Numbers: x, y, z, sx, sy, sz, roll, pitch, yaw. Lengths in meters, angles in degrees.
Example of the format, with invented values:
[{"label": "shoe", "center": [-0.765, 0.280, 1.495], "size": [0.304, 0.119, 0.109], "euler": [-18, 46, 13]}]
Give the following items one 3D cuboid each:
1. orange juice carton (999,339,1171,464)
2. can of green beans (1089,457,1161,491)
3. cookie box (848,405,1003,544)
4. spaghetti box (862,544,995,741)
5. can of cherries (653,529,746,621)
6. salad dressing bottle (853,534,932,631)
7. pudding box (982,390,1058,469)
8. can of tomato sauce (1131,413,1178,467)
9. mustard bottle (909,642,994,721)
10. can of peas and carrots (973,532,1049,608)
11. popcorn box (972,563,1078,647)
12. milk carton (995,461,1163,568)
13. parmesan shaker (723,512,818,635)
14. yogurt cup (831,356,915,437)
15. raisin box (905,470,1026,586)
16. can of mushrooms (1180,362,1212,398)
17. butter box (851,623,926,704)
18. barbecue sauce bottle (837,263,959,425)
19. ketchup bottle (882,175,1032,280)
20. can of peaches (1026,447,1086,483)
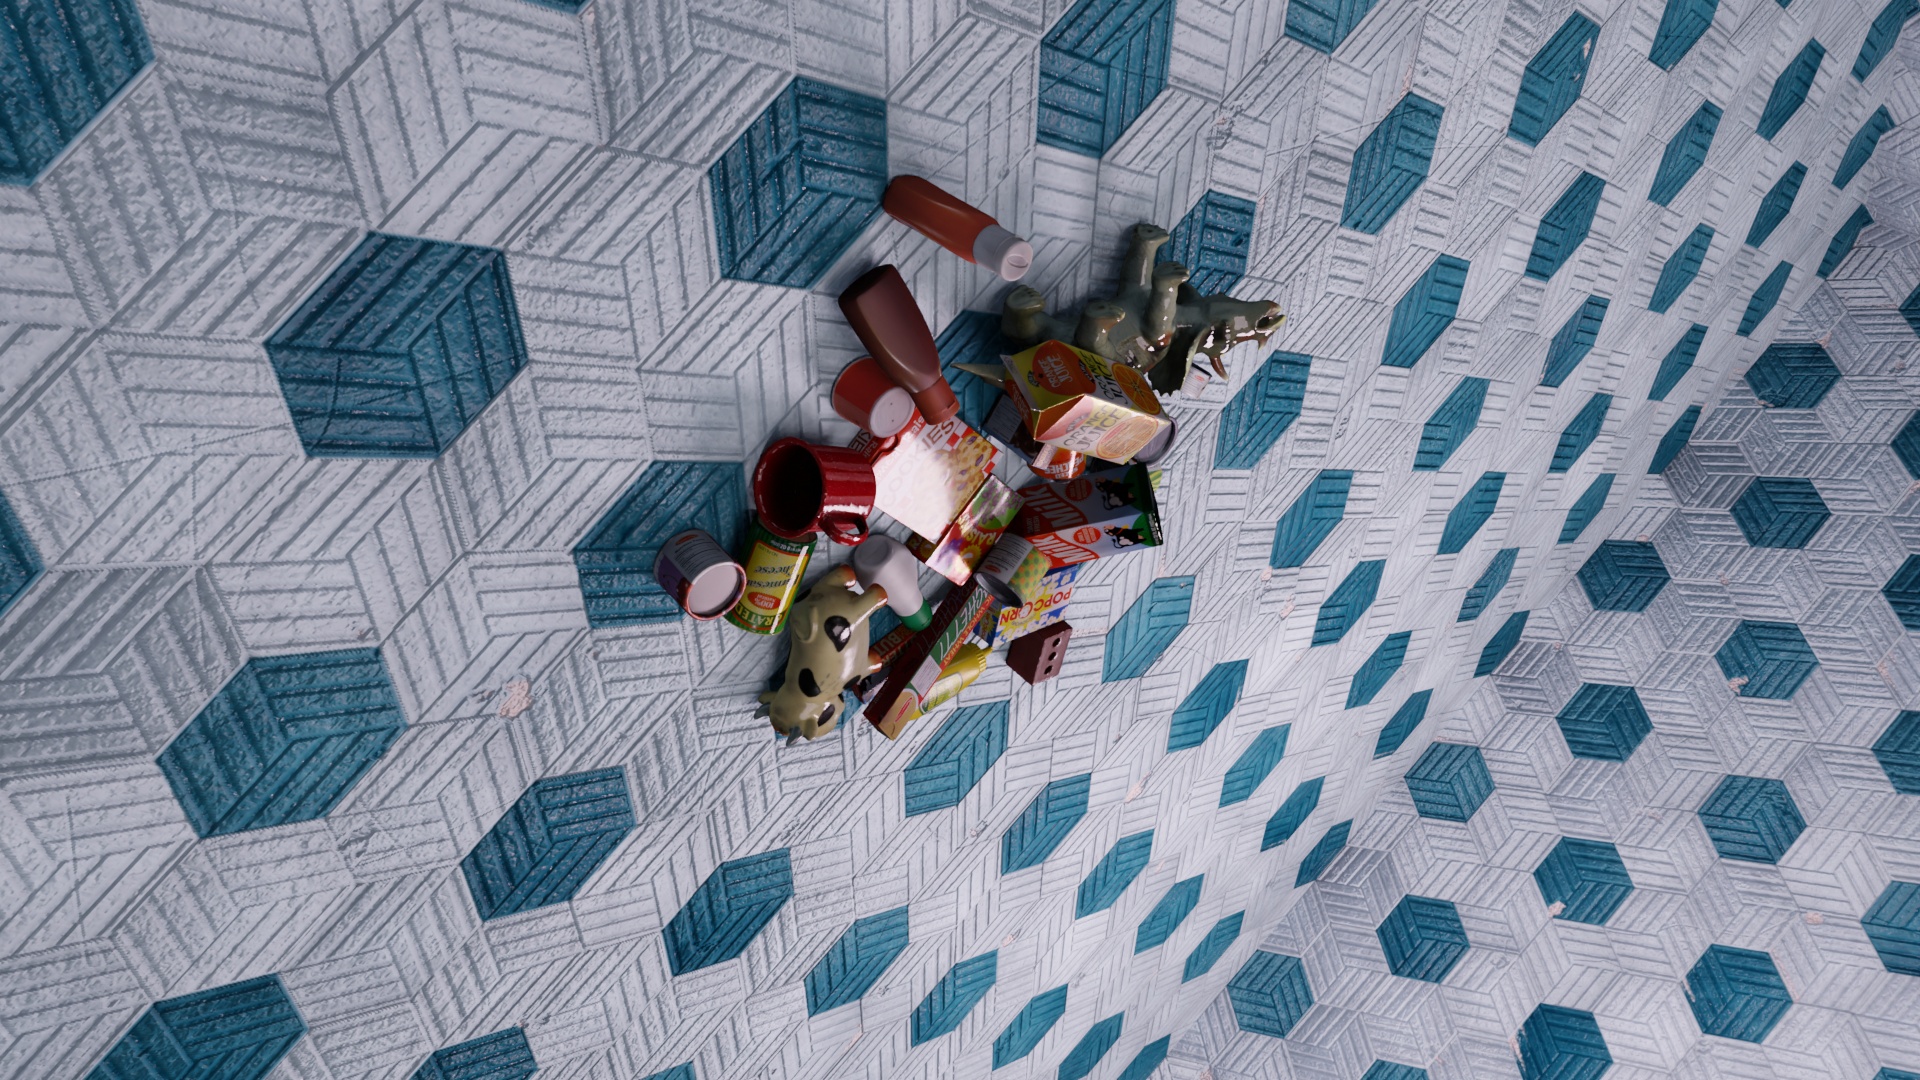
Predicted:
[{"label": "orange juice carton", "center": [0.114, -0.136, 1.355], "size": [0.193, 0.072, 0.072], "euler": [10, 136, -48]}, {"label": "can of green beans", "center": [0.197, -0.080, 1.657], "size": [0.058, 0.071, 0.071], "euler": [-11, 128, -43]}, {"label": "cookie box", "center": [-0.041, -0.079, 1.418], "size": [0.123, 0.040, 0.167], "euler": [-53, 145, 2]}, {"label": "spaghetti box", "center": [-0.022, 0.112, 1.575], "size": [0.251, 0.029, 0.050], "euler": [-54, 146, -17]}, {"label": "can of cherries", "center": [-0.240, 0.034, 1.284], "size": [0.072, 0.058, 0.071], "euler": [-28, 138, -29]}, {"label": "salad dressing bottle", "center": [-0.069, 0.050, 1.500], "size": [0.064, 0.044, 0.147], "euler": [-46, 145, -12]}, {"label": "pudding box", "center": [0.067, -0.117, 1.466], "size": [0.030, 0.084, 0.049], "euler": [13, 110, -52]}, {"label": "can of tomato sauce", "center": [0.196, -0.131, 1.595], "size": [0.071, 0.083, 0.070], "euler": [-28, 139, -28]}, {"label": "mustard bottle", "center": [-0.018, 0.157, 1.645], "size": [0.161, 0.049, 0.065], "euler": [-26, 139, -31]}, {"label": "can of peas and carrots", "center": [0.059, 0.035, 1.554], "size": [0.059, 0.071, 0.070], "euler": [-55, 147, -17]}, {"label": "popcorn box", "center": [0.080, 0.070, 1.685], "size": [0.127, 0.038, 0.084], "euler": [-18, 134, -38]}, {"label": "milk carton", "center": [0.128, -0.022, 1.585], "size": [0.190, 0.074, 0.072], "euler": [-12, 143, 11]}, {"label": "parmesan shaker", "center": [-0.187, 0.030, 1.335], "size": [0.071, 0.071, 0.102], "euler": [0, 121, -47]}, {"label": "yogurt cup", "center": [-0.080, -0.133, 1.316], "size": [0.073, 0.054, 0.072], "euler": [-28, 139, -28]}, {"label": "raisin box", "center": [0.005, -0.019, 1.524], "size": [0.123, 0.040, 0.086], "euler": [-54, 145, 2]}, {"label": "can of mushrooms", "center": [0.257, -0.196, 1.623], "size": [0.071, 0.071, 0.033], "euler": [10, 115, -51]}, {"label": "butter box", "center": [-0.081, 0.136, 1.578], "size": [0.104, 0.024, 0.053], "euler": [-37, 142, -19]}, {"label": "barbecue sauce bottle", "center": [-0.051, -0.174, 1.267], "size": [0.065, 0.043, 0.148], "euler": [-48, 119, -32]}, {"label": "ketchup bottle", "center": [0.000, -0.270, 1.202], "size": [0.065, 0.149, 0.043], "euler": [3, 117, -49]}, {"label": "can of peaches", "center": [0.109, -0.106, 1.533], "size": [0.071, 0.071, 0.057], "euler": [-24, 135, -33]}]
